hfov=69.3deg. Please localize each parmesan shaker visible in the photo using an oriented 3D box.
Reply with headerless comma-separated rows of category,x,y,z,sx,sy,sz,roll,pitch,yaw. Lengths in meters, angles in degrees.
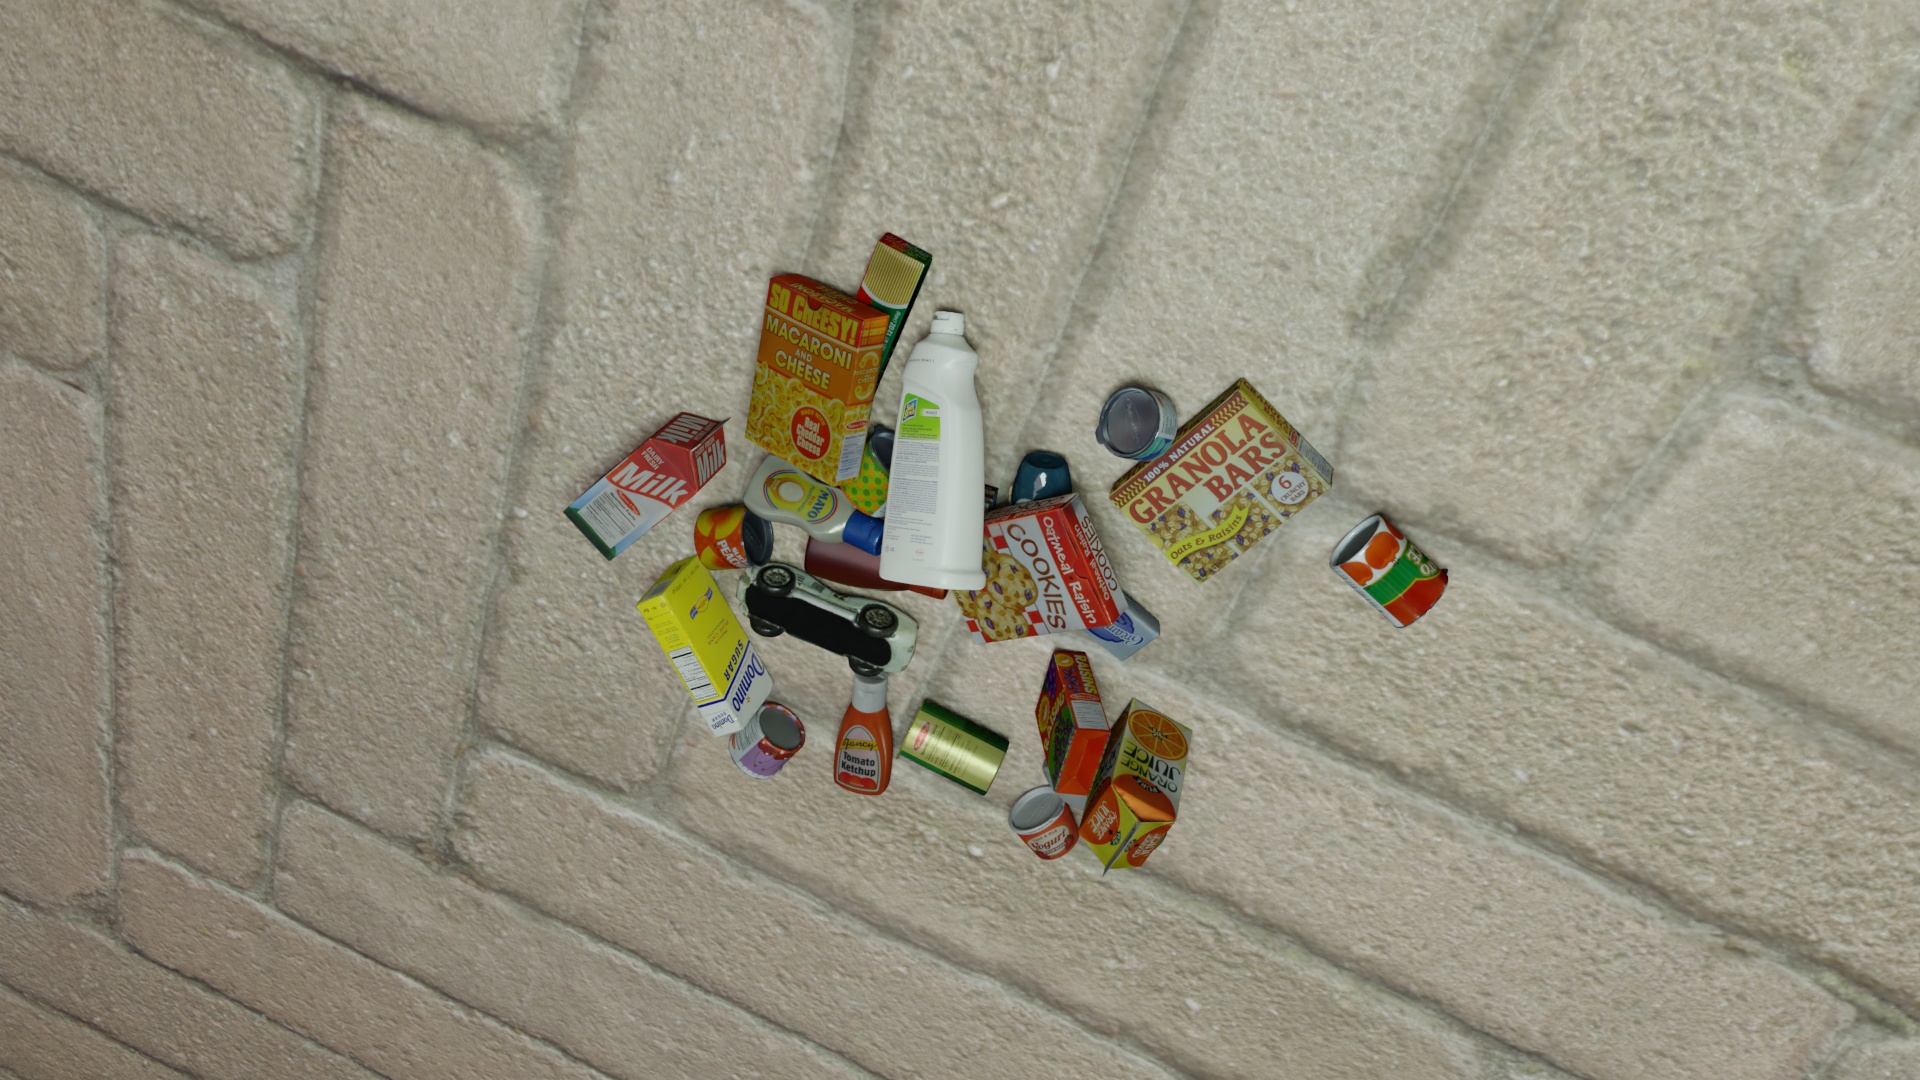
parmesan shaker,-0.008,0.224,1.484,0.103,0.072,0.071,26,122,2

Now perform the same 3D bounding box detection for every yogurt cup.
yogurt cup,0.093,0.307,1.499,0.072,0.073,0.053,-19,118,25

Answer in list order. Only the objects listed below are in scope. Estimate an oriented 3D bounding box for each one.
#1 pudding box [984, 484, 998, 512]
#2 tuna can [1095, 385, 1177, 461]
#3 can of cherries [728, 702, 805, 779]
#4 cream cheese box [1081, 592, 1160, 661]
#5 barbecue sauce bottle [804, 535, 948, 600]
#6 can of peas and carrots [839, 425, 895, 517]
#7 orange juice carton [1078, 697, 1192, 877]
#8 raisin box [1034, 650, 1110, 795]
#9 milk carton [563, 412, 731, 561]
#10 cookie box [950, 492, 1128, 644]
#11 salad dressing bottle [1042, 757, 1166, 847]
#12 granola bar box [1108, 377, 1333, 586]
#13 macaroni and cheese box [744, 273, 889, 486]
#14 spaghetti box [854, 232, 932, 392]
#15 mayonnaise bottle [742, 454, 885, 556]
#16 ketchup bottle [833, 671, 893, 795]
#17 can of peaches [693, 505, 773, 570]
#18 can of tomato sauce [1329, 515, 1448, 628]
pudding box,0.005,-0.017,1.375,0.050,0.030,0.083,15,120,8
tuna can,0.160,-0.104,1.260,0.071,0.033,0.071,-5,83,40
can of cherries,-0.214,0.224,1.552,0.071,0.072,0.058,41,120,-6
cream cheese box,0.143,0.072,1.368,0.103,0.024,0.053,38,122,-21
barbecue sauce bottle,-0.083,0.023,1.416,0.148,0.044,0.064,16,114,8
can of peas and carrots,-0.079,-0.067,1.355,0.071,0.071,0.058,42,122,-7
orange juice carton,0.170,0.247,1.366,0.073,0.194,0.071,29,121,0
raisin box,0.111,0.181,1.389,0.040,0.124,0.085,6,122,-12
milk carton,-0.311,-0.064,1.426,0.190,0.073,0.073,-33,103,30
cookie box,0.061,0.030,1.309,0.167,0.040,0.122,-12,110,41
salad dressing bottle,0.154,0.272,1.472,0.147,0.044,0.064,41,103,-8
granola bar box,0.238,-0.051,1.278,0.124,0.039,0.165,44,120,-8
macaroni and cheese box,-0.138,-0.151,1.308,0.124,0.040,0.165,28,119,30
spaghetti box,-0.095,-0.171,1.326,0.050,0.029,0.248,28,121,3
mayonnaise bottle,-0.140,-0.031,1.384,0.148,0.065,0.041,25,164,15
ketchup bottle,-0.103,0.207,1.520,0.065,0.044,0.148,13,119,11
can of peaches,-0.235,-0.001,1.435,0.058,0.071,0.071,-4,116,21
can of tomato sauce,0.388,0.026,1.256,0.083,0.071,0.071,41,121,-6
